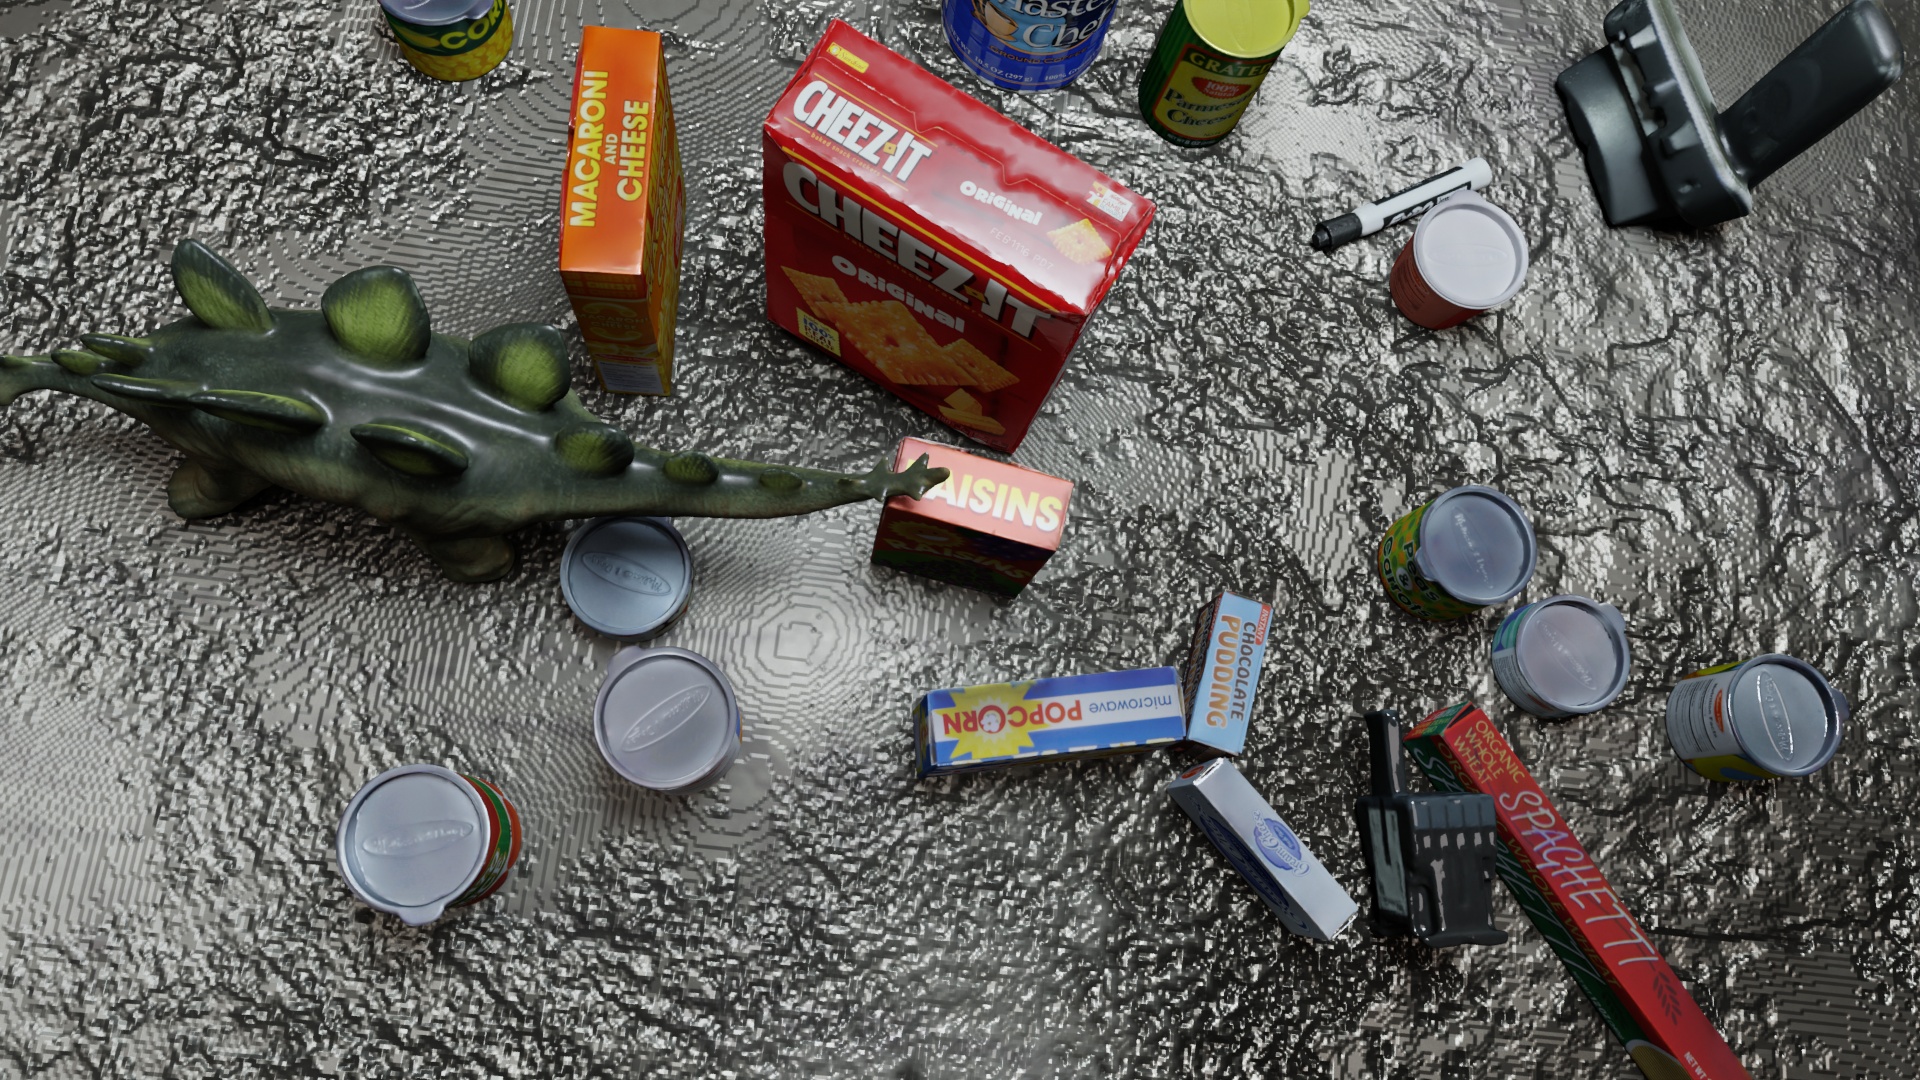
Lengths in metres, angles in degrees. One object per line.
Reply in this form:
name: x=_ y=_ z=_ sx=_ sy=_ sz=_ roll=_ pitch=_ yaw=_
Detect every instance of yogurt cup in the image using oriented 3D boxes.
yogurt cup: x=0.288 y=-0.158 z=0.813 sx=0.072 sy=0.054 sz=0.072 roll=2 pitch=77 yaw=-7

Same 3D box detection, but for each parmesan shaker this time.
parmesan shaker: x=0.149 y=-0.279 z=0.800 sx=0.071 sy=0.103 sz=0.071 roll=2 pitch=77 yaw=-7

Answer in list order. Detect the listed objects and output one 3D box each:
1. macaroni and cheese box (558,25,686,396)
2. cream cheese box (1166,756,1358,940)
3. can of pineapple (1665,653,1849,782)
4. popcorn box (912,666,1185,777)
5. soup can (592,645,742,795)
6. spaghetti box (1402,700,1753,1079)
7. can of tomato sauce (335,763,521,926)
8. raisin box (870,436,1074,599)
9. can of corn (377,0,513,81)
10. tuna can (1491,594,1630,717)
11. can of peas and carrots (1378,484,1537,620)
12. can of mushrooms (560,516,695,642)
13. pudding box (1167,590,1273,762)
macaroni and cheese box: x=-0.167 y=-0.157 z=0.698 sx=0.040 sy=0.166 sz=0.124 roll=3 pitch=77 yaw=-6
cream cheese box: x=0.155 y=0.159 z=0.721 sx=0.024 sy=0.053 sz=0.104 roll=-40 pitch=84 yaw=-14
can of pineapple: x=0.438 y=0.100 z=0.768 sx=0.071 sy=0.057 sz=0.071 roll=2 pitch=77 yaw=-7
popcorn box: x=0.042 y=0.093 z=0.706 sx=0.127 sy=0.085 sz=0.038 roll=-5 pitch=78 yaw=-8
soup can: x=-0.143 y=0.089 z=0.685 sx=0.071 sy=0.083 sz=0.071 roll=2 pitch=77 yaw=-7
spaghetti box: x=0.326 y=0.197 z=0.735 sx=0.029 sy=0.050 sz=0.250 roll=-33 pitch=83 yaw=-13
can of tomato sauce: x=-0.248 y=0.144 z=0.659 sx=0.071 sy=0.083 sz=0.071 roll=2 pitch=77 yaw=-7
raisin box: x=0.003 y=-0.009 z=0.706 sx=0.086 sy=0.123 sz=0.040 roll=15 pitch=76 yaw=-3
can of corn: x=-0.285 y=-0.298 z=0.773 sx=0.071 sy=0.058 sz=0.071 roll=2 pitch=77 yaw=-7
tuna can: x=0.336 y=0.063 z=0.777 sx=0.071 sy=0.032 sz=0.071 roll=2 pitch=77 yaw=-7
can of peas and carrots: x=0.271 y=0.009 z=0.768 sx=0.071 sy=0.058 sz=0.071 roll=2 pitch=77 yaw=-7
can of mushrooms: x=-0.171 y=0.017 z=0.725 sx=0.071 sy=0.033 sz=0.071 roll=2 pitch=77 yaw=-7
pudding box: x=0.138 y=0.074 z=0.741 sx=0.030 sy=0.049 sz=0.084 roll=17 pitch=75 yaw=-3
